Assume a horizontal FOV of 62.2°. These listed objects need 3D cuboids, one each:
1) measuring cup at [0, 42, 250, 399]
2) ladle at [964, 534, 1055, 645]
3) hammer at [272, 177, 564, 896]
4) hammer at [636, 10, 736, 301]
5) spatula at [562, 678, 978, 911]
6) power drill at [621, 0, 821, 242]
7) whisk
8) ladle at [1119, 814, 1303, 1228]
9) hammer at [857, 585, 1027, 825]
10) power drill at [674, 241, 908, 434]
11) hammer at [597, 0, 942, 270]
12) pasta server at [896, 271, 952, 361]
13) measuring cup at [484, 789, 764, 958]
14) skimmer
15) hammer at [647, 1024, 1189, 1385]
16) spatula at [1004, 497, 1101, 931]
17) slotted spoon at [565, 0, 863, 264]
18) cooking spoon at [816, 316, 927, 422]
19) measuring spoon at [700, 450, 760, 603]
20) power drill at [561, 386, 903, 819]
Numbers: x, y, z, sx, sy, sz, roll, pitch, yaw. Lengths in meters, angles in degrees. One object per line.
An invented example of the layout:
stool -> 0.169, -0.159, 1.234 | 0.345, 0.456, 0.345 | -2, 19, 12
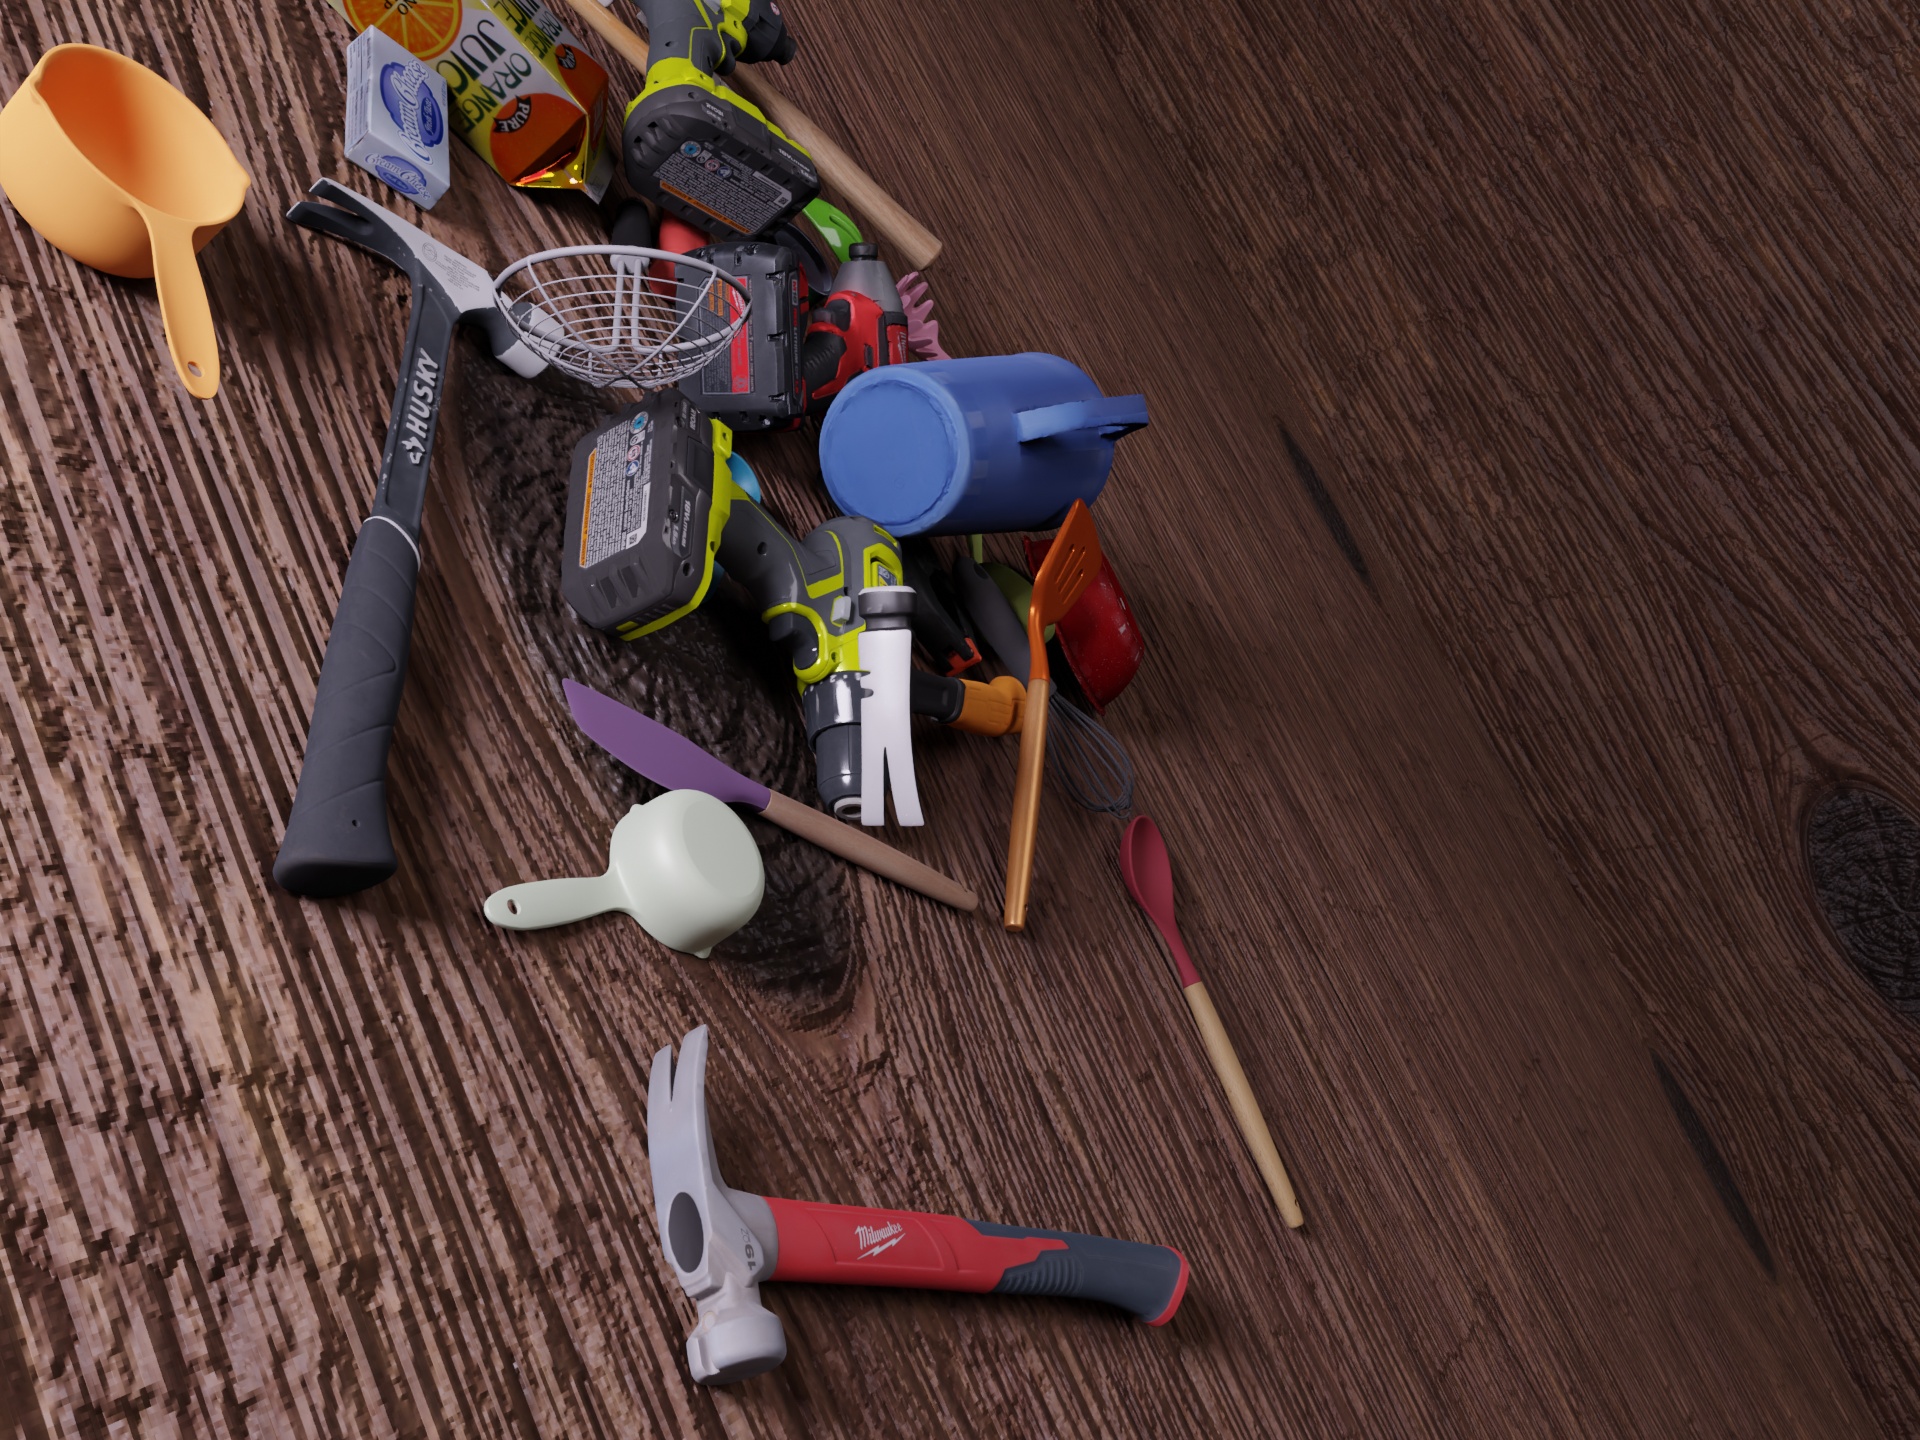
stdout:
measuring cup -> -0.340, -0.192, 0.652 | 0.095, 0.052, 0.174 | 10, 54, -58
ladle -> 0.018, -0.175, 1.284 | 0.078, 0.062, 0.321 | 70, 7, -47
hammer -> -0.256, -0.095, 0.713 | 0.149, 0.036, 0.409 | 35, 34, -38
hammer -> -0.199, -0.418, 1.182 | 0.149, 0.036, 0.359 | 42, 29, -31
spatula -> -0.090, 0.054, 0.867 | 0.315, 0.018, 0.060 | 32, 19, -44
power drill -> -0.170, -0.446, 1.098 | 0.171, 0.080, 0.223 | 18, 52, -45
whisk -> 0.062, -0.022, 1.170 | 0.238, 0.055, 0.055 | 56, 24, -19
ladle -> 0.183, 0.219, 1.175 | 0.069, 0.031, 0.316 | 4, 59, -57
hammer -> -0.002, -0.003, 0.990 | 0.337, 0.034, 0.127 | 7, 82, -77
power drill -> -0.101, -0.259, 1.077 | 0.219, 0.078, 0.143 | -21, 113, -65
hammer -> -0.143, -0.475, 1.239 | 0.331, 0.031, 0.130 | 40, 33, -17
pasta server -> 0.022, -0.291, 1.417 | 0.316, 0.040, 0.060 | 34, 44, -52
measuring cup -> -0.146, 0.070, 0.721 | 0.083, 0.038, 0.167 | 63, 23, 11
skimmer -> -0.189, -0.273, 0.905 | 0.364, 0.127, 0.090 | -107, -161, -57
hammer -> 0.000, 0.250, 0.790 | 0.386, 0.038, 0.143 | 27, 38, -48
spatula -> 0.061, -0.005, 1.093 | 0.080, 0.041, 0.323 | 62, 30, -54
slotted spoon -> -0.172, -0.432, 1.174 | 0.313, 0.031, 0.070 | 35, 26, -38
cooking spoon -> -0.071, -0.297, 1.301 | 0.068, 0.017, 0.319 | 53, 26, -14
measuring spoon -> -0.150, -0.113, 0.958 | 0.042, 0.021, 0.129 | 45, 37, -33
power drill -> -0.111, -0.062, 0.892 | 0.228, 0.080, 0.191 | 34, 44, -46
